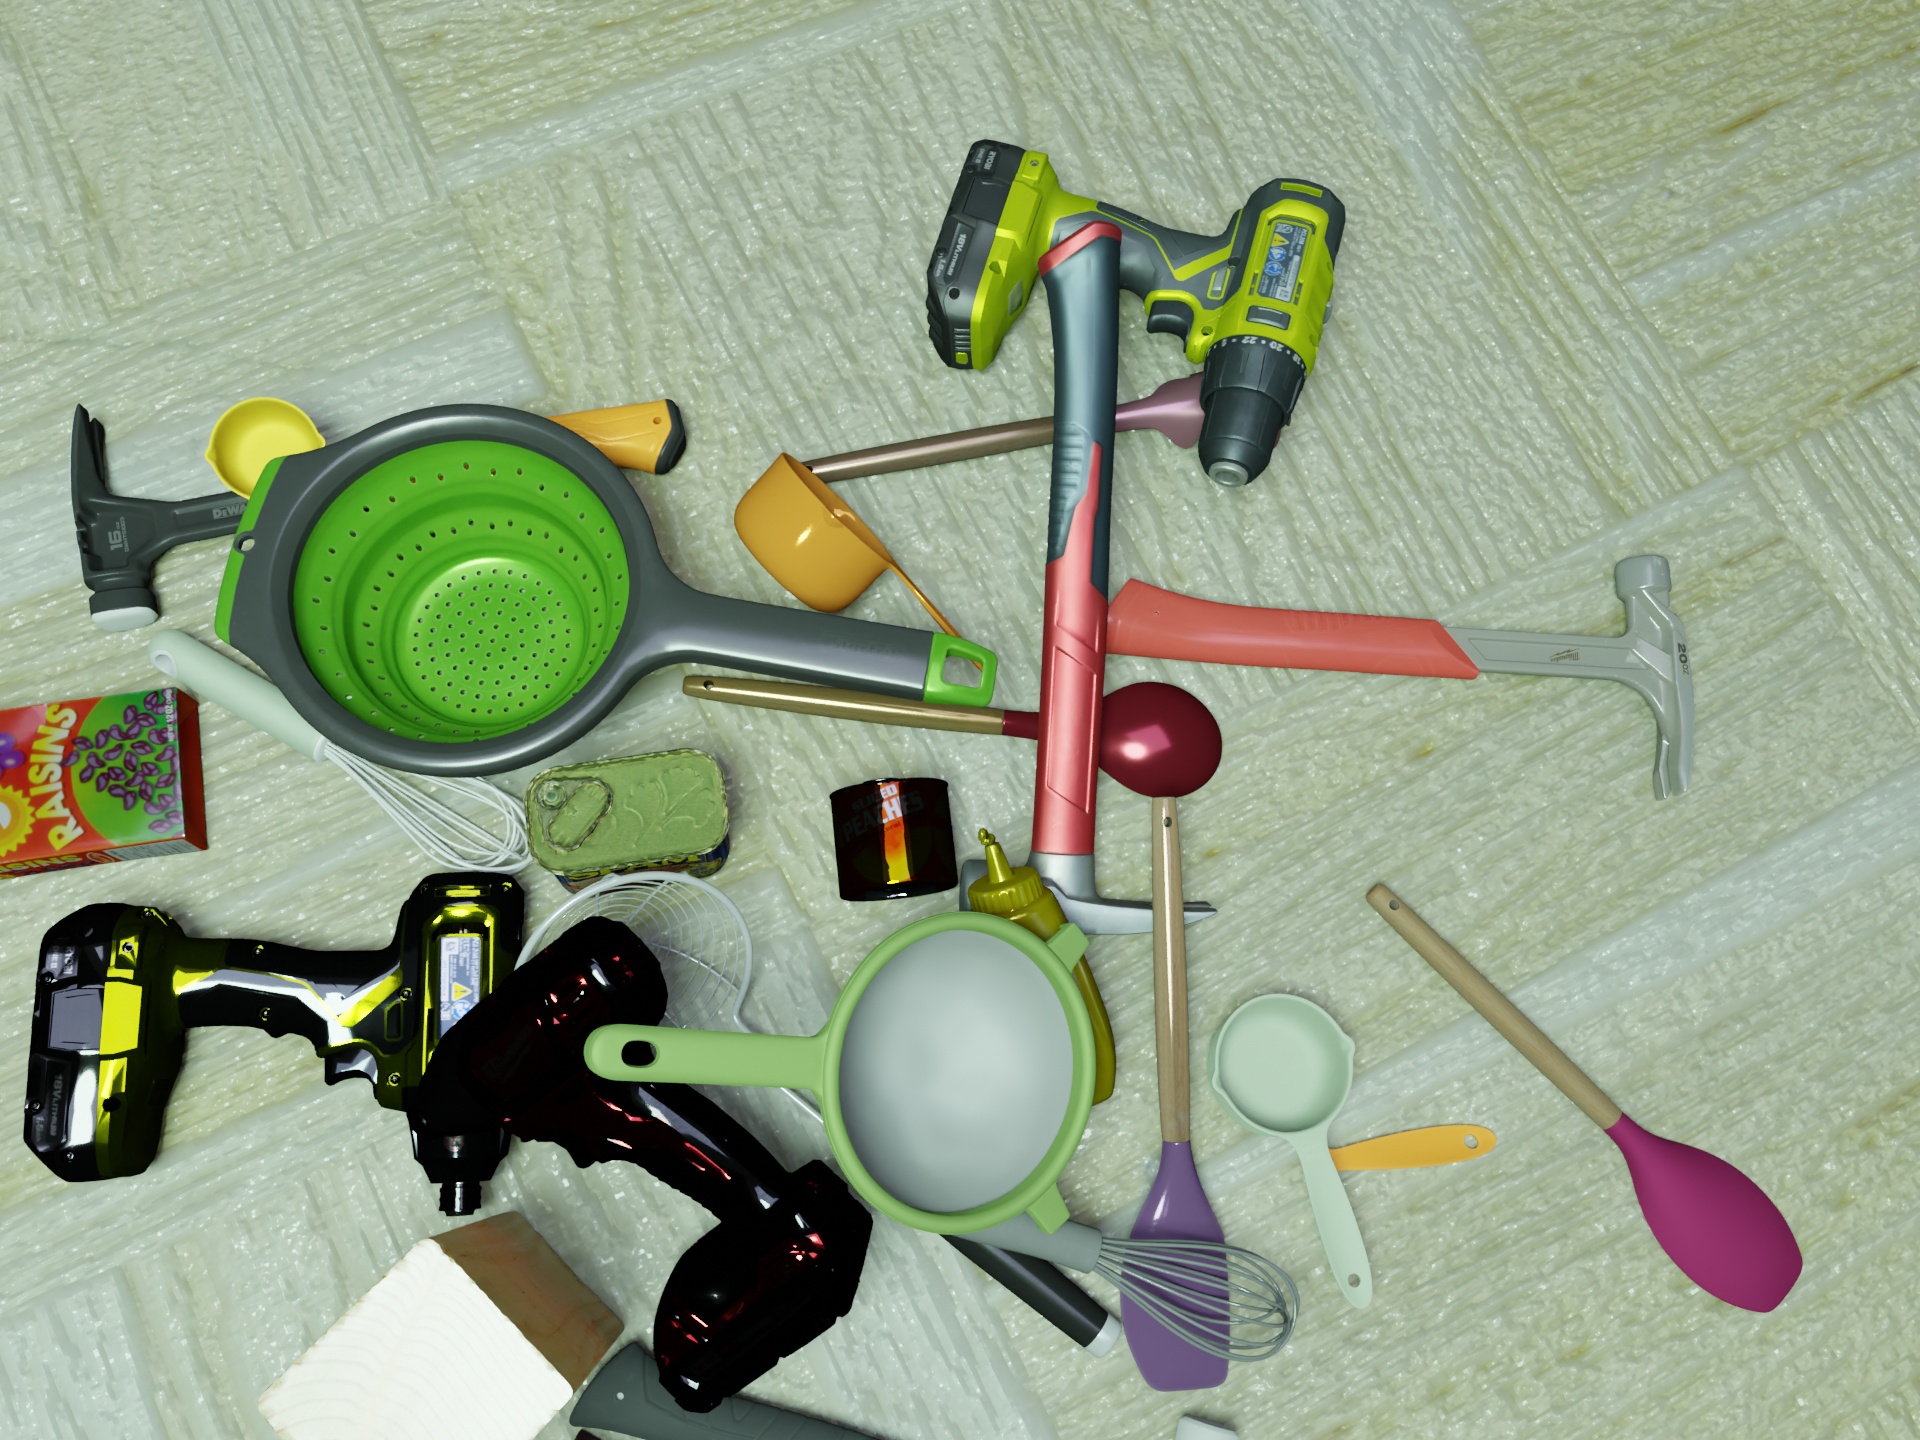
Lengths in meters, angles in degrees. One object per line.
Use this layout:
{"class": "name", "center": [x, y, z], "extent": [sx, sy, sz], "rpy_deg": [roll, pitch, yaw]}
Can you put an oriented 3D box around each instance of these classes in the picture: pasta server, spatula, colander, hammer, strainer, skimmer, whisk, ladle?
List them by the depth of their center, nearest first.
{"class": "strainer", "center": [-0.058, 0.162, 0.758], "extent": [0.256, 0.069, 0.151], "rpy_deg": [9, 80, -27]}
{"class": "hammer", "center": [-0.033, 0.389, 0.804], "extent": [0.334, 0.035, 0.146], "rpy_deg": [17, 74, -2]}
{"class": "whisk", "center": [0.064, 0.271, 0.807], "extent": [0.239, 0.055, 0.055], "rpy_deg": [21, 74, -8]}
{"class": "skimmer", "center": [-0.065, 0.215, 0.815], "extent": [0.363, 0.090, 0.127], "rpy_deg": [38, 90, 3]}
{"class": "spatula", "center": [0.112, 0.199, 0.852], "extent": [0.059, 0.018, 0.316], "rpy_deg": [-1, 87, -6]}
{"class": "colander", "center": [-0.180, -0.045, 0.858], "extent": [0.397, 0.094, 0.205], "rpy_deg": [10, 72, -2]}
{"class": "whisk", "center": [-0.336, 0.015, 0.864], "extent": [0.246, 0.057, 0.059], "rpy_deg": [29, 38, 5]}
{"class": "hammer", "center": [0.079, -0.075, 0.877], "extent": [0.143, 0.038, 0.386], "rpy_deg": [3, 93, -4]}
{"class": "hammer", "center": [-0.327, -0.145, 0.908], "extent": [0.337, 0.034, 0.127], "rpy_deg": [-12, 79, -9]}
{"class": "ladle", "center": [-0.001, -0.003, 0.914], "extent": [0.315, 0.031, 0.069], "rpy_deg": [6, 76, -3]}
{"class": "hammer", "center": [0.258, -0.035, 0.945], "extent": [0.359, 0.036, 0.149], "rpy_deg": [3, 75, -6]}
{"class": "pasta server", "center": [0.051, -0.172, 0.963], "extent": [0.316, 0.040, 0.060], "rpy_deg": [-11, 77, -5]}

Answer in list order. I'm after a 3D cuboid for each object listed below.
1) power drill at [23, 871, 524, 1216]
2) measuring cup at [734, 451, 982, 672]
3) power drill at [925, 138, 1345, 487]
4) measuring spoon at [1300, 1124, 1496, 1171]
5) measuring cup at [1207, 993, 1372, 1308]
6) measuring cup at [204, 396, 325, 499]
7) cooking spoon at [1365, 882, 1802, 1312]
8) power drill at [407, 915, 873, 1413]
{"class": "power drill", "center": [-0.338, 0.167, 0.807], "extent": [0.223, 0.080, 0.171], "rpy_deg": [0, 76, -10]}
{"class": "measuring cup", "center": [-0.057, -0.072, 0.903], "extent": [0.052, 0.095, 0.173], "rpy_deg": [-42, 101, 8]}
{"class": "power drill", "center": [0.100, -0.243, 0.936], "extent": [0.228, 0.080, 0.191], "rpy_deg": [15, 71, 8]}
{"class": "measuring spoon", "center": [0.244, 0.241, 0.887], "extent": [0.117, 0.011, 0.021], "rpy_deg": [-5, 64, -11]}
{"class": "measuring cup", "center": [0.186, 0.233, 0.864], "extent": [0.083, 0.038, 0.168], "rpy_deg": [-14, 76, -9]}
{"class": "measuring cup", "center": [-0.368, -0.097, 0.867], "extent": [0.062, 0.029, 0.156], "rpy_deg": [-9, 91, -11]}
{"class": "cooking spoon", "center": [0.350, 0.208, 0.901], "extent": [0.319, 0.017, 0.069], "rpy_deg": [44, 75, 5]}
{"class": "power drill", "center": [-0.157, 0.214, 0.767], "extent": [0.143, 0.078, 0.219], "rpy_deg": [-38, 98, 12]}
